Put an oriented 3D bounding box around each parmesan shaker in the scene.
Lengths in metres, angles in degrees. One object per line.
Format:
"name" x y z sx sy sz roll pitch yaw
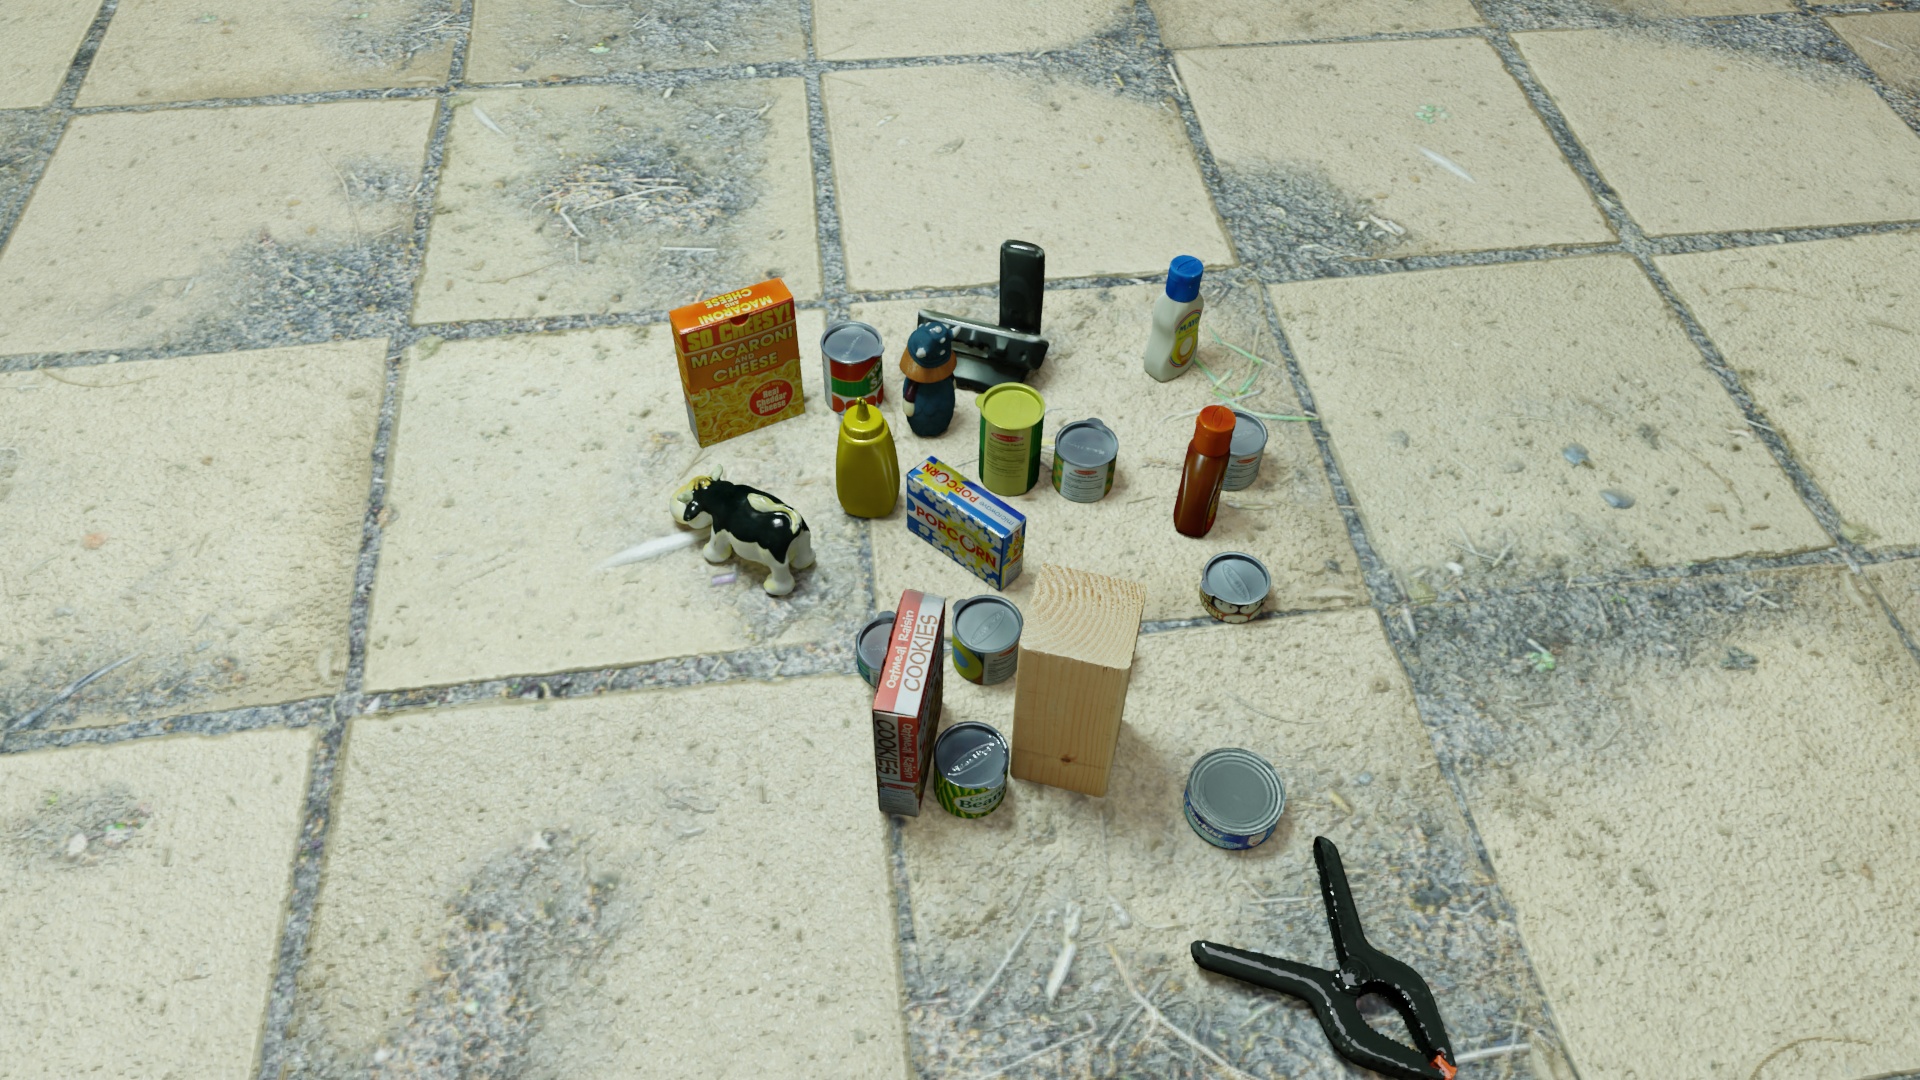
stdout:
"parmesan shaker" 0.049 -0.104 1.435 0.071 0.102 0.072 1 51 -1

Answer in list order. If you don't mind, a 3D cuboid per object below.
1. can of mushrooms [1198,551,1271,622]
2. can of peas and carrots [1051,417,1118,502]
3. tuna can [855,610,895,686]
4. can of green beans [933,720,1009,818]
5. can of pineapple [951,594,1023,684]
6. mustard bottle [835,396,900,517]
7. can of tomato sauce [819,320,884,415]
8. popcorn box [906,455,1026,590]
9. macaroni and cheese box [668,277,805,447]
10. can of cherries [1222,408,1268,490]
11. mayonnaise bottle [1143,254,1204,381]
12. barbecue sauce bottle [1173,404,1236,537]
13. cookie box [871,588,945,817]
"can of mushrooms" 0.266 0.046 1.362 0.071 0.033 0.071 1 51 -1
"can of peas and carrots" 0.130 -0.084 1.449 0.071 0.058 0.071 1 51 -1
"tuna can" -0.066 0.103 1.307 0.071 0.032 0.071 1 51 -1
"can of green beans" 0.009 0.201 1.214 0.071 0.057 0.071 1 51 -1
"can of pineapple" 0.024 0.092 1.303 0.071 0.057 0.071 1 51 -1
"mustard bottle" -0.093 -0.088 1.382 0.065 0.159 0.049 4 51 2
"can of tomato sauce" -0.115 -0.186 1.511 0.071 0.082 0.071 1 51 -1
"popcorn box" 0.005 -0.017 1.375 0.127 0.084 0.038 34 58 24
"macaroni and cheese box" -0.230 -0.184 1.453 0.124 0.165 0.040 -22 55 -18
"can of cherries" 0.285 -0.097 1.464 0.071 0.058 0.072 1 51 -1
"mayonnaise bottle" 0.238 -0.245 1.527 0.065 0.147 0.041 -32 58 -24
"barbecue sauce bottle" 0.244 -0.072 1.385 0.044 0.147 0.065 14 52 10
"cookie box" -0.044 0.141 1.191 0.040 0.166 0.123 8 51 5
